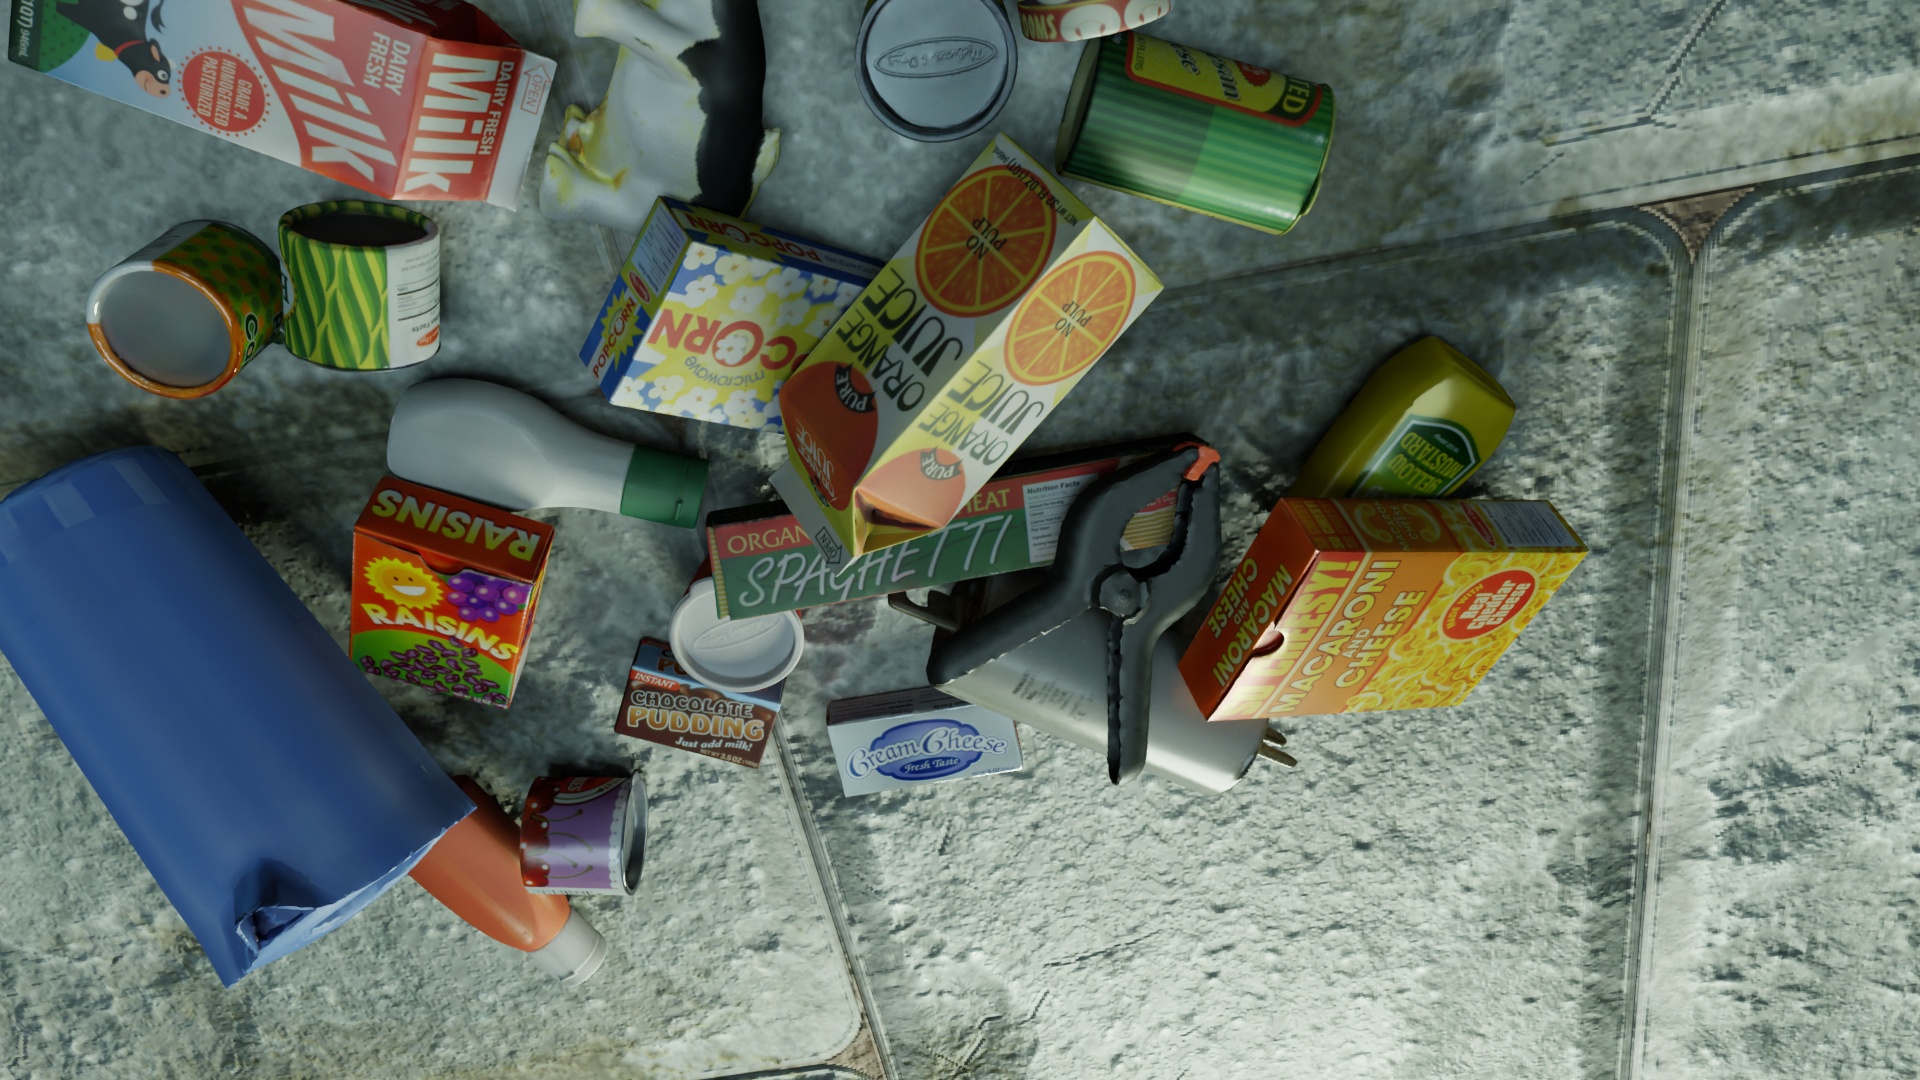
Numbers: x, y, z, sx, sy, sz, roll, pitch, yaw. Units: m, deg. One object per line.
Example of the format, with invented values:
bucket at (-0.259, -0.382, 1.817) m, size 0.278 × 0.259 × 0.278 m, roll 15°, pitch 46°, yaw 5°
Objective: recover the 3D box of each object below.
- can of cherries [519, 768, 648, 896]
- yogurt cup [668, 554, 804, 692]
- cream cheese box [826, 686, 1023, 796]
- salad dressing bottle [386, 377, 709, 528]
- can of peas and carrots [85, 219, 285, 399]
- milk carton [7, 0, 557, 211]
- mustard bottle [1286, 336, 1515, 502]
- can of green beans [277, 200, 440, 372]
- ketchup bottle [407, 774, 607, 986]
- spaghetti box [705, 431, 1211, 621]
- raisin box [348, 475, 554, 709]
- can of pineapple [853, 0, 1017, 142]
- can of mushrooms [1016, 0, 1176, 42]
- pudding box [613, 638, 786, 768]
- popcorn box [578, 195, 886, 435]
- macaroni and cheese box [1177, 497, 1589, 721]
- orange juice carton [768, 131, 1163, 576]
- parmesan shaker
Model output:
can of cherries at (-0.212, 0.164, 0.786) m, size 0.058 × 0.072 × 0.071 m, roll 1°, pitch 120°, yaw -1°
yogurt cup at (-0.113, 0.037, 0.721) m, size 0.072 × 0.054 × 0.072 m, roll -1°, pitch 120°, yaw -1°
cream cheese box at (-0.020, 0.110, 0.782) m, size 0.104 × 0.024 × 0.053 m, roll -10°, pitch 118°, yaw 4°
salad dressing bottle at (-0.200, -0.038, 0.683) m, size 0.148 × 0.044 × 0.064 m, roll 13°, pitch 123°, yaw -10°
can of peas and carrots at (-0.348, -0.104, 0.633) m, size 0.071 × 0.059 × 0.070 m, roll 0°, pitch 120°, yaw 0°
milk carton at (-0.269, -0.201, 0.571) m, size 0.191 × 0.074 × 0.072 m, roll 20°, pitch 117°, yaw -12°
mustard bottle at (0.202, -0.025, 0.696) m, size 0.065 × 0.049 × 0.159 m, roll 28°, pitch 116°, yaw -19°
can of green beans at (-0.269, -0.115, 0.624) m, size 0.071 × 0.071 × 0.057 m, roll 8°, pitch 119°, yaw -6°
ketchup bottle at (-0.269, 0.206, 0.819) m, size 0.064 × 0.044 × 0.148 m, roll -28°, pitch 117°, yaw 15°
spaghetti box at (0.002, -0.009, 0.679) m, size 0.250 × 0.029 × 0.050 m, roll -10°, pitch 108°, yaw -10°
raisin box at (-0.259, 0.030, 0.699) m, size 0.086 × 0.040 × 0.122 m, roll 18°, pitch 138°, yaw -11°
can of pineapple at (-0.010, -0.208, 0.581) m, size 0.071 × 0.058 × 0.070 m, roll -1°, pitch 120°, yaw -1°
can of mushrooms at (0.052, -0.228, 0.566) m, size 0.071 × 0.071 × 0.033 m, roll -11°, pitch 121°, yaw 5°
pudding box at (-0.143, 0.089, 0.764) m, size 0.084 × 0.030 × 0.049 m, roll 17°, pitch 117°, yaw -11°
popcorn box at (-0.092, -0.095, 0.622) m, size 0.127 × 0.038 × 0.085 m, roll 7°, pitch 127°, yaw -44°
macaroni and cheese box at (0.208, 0.035, 0.690) m, size 0.167 × 0.040 × 0.123 m, roll 0°, pitch 135°, yaw -25°
orange juice carton at (-0.009, -0.075, 0.618) m, size 0.192 × 0.072 × 0.073 m, roll -47°, pitch 147°, yaw 12°
parmesan shaker at (0.099, -0.175, 0.595) m, size 0.103 × 0.071 × 0.071 m, roll 13°, pitch 119°, yaw -8°
